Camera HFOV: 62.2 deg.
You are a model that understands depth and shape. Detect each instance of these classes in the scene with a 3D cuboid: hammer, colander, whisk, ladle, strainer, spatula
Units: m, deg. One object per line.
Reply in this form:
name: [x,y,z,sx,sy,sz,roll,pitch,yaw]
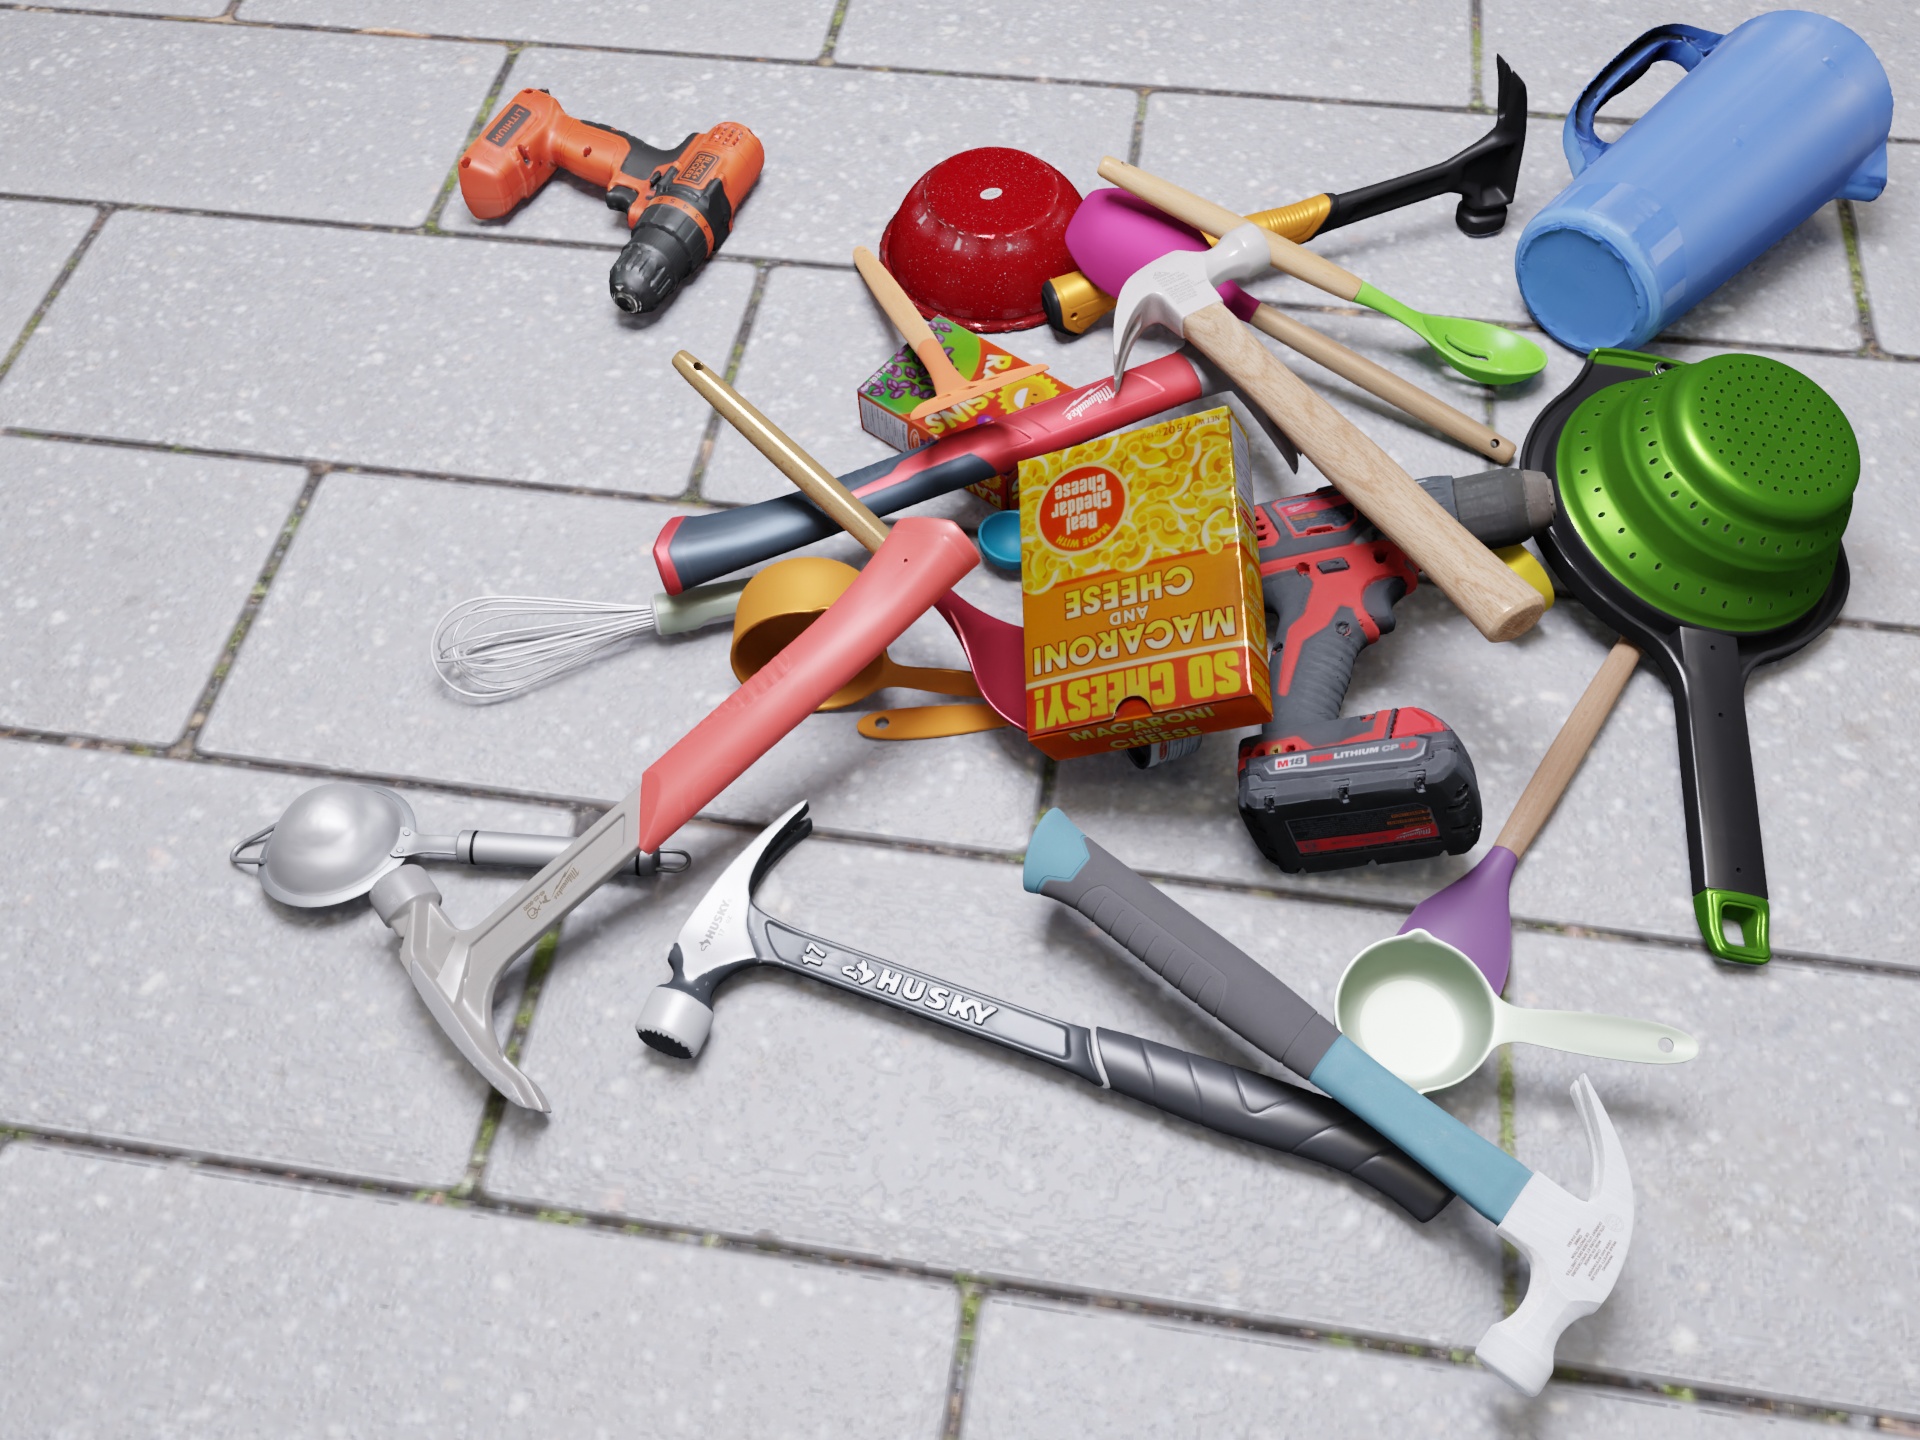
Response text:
hammer: [0.010,-0.144,0.936,0.386,0.038,0.143,-22,63,-11]
colander: [0.425,-0.067,0.868,0.204,0.094,0.397,10,63,-6]
whisk: [-0.187,-0.060,0.937,0.246,0.058,0.059,-11,93,-8]
ladle: [-0.043,-0.098,0.886,0.315,0.031,0.069,42,55,2]
hammer: [-0.127,0.030,0.812,0.359,0.036,0.149,-41,70,-4]
strainer: [-0.274,0.066,0.863,0.258,0.050,0.087,4,46,1]
hammer: [0.052,0.157,0.795,0.409,0.036,0.149,17,59,12]
spatula: [-0.027,-0.246,0.982,0.081,0.041,0.323,-22,37,-4]
hammer: [0.159,0.151,0.748,0.331,0.033,0.128,36,77,22]
hammer: [0.196,-0.159,0.877,0.130,0.031,0.332,-28,55,-10]
spatula: [0.307,0.055,0.858,0.060,0.018,0.316,30,65,20]
hammer: [0.214,-0.332,1.057,0.337,0.127,0.034,-19,57,-3]

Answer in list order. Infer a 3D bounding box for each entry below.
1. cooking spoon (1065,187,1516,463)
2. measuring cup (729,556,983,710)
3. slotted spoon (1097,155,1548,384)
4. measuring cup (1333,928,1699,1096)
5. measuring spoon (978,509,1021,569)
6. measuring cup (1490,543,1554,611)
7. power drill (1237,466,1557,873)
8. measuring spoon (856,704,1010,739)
cooking spoon: [0.210,-0.248,1.013,0.319,0.017,0.069,31,96,6]
measuring cup: [-0.044,-0.046,0.909,0.173,0.095,0.052,8,52,-15]
slotted spoon: [0.230,-0.286,1.015,0.313,0.031,0.070,24,40,-6]
measuring cup: [0.265,0.151,0.771,0.167,0.038,0.083,6,67,10]
measuring spoon: [0.058,-0.130,0.988,0.042,0.021,0.128,36,57,19]
measuring cup: [0.284,-0.107,0.948,0.029,0.062,0.157,-39,53,-7]
power drill: [0.233,-0.041,0.860,0.188,0.080,0.227,-10,53,21]
measuring spoon: [-0.001,-0.003,0.909,0.117,0.011,0.021,-5,58,-1]
